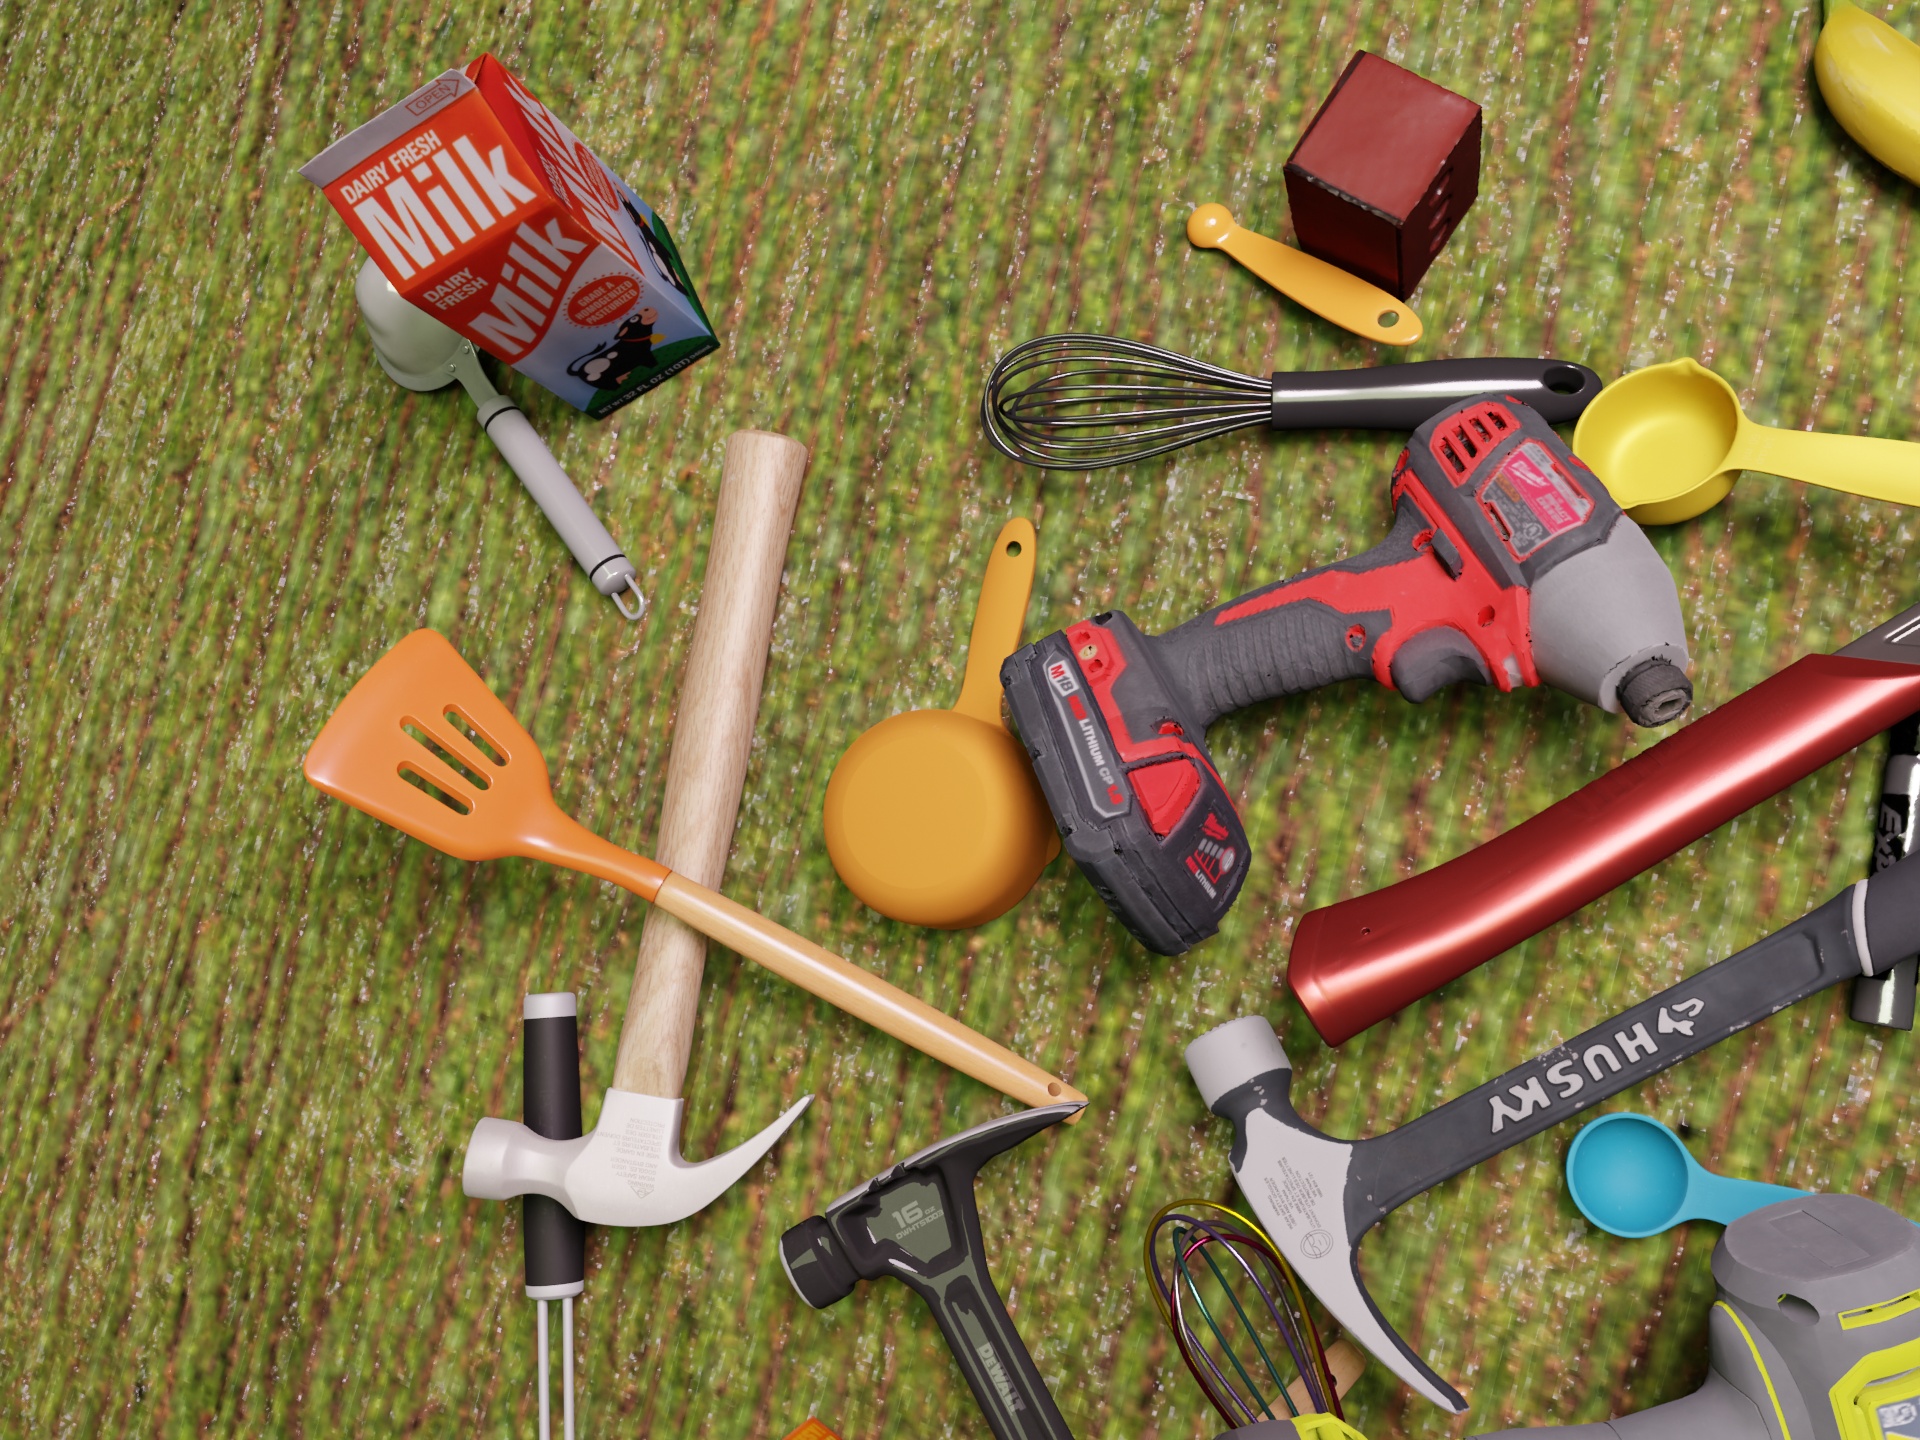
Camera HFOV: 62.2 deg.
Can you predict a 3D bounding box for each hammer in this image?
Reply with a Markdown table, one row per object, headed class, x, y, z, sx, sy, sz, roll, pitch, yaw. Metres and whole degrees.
| class | x | y | z | sx | sy | sz | roll | pitch | yaw |
| --- | --- | --- | --- | --- | --- | --- | --- | --- | --- |
| hammer | 0.271 | 0.010 | 0.517 | 0.359 | 0.036 | 0.149 | -32 | 44 | 7 |
| hammer | 0.280 | 0.082 | 0.521 | 0.409 | 0.036 | 0.149 | -31 | 61 | 13 |
| hammer | 0.064 | 0.305 | 0.557 | 0.127 | 0.034 | 0.337 | -31 | 76 | 8 |
| hammer | -0.106 | 0.039 | 0.659 | 0.130 | 0.031 | 0.331 | 10 | 80 | -1 |

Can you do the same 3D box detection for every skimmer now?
| class | x | y | z | sx | sy | sz | roll | pitch | yaw |
| --- | --- | --- | --- | --- | --- | --- | --- | --- | --- |
| skimmer | -0.158 | 0.289 | 0.620 | 0.127 | 0.090 | 0.363 | -2 | 78 | -12 |

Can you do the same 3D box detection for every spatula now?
| class | x | y | z | sx | sy | sz | roll | pitch | yaw |
| --- | --- | --- | --- | --- | --- | --- | --- | --- | --- |
| spatula | -0.093 | 0.073 | 0.616 | 0.322 | 0.041 | 0.081 | 28 | 55 | 2 |

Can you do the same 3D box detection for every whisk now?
| class | x | y | z | sx | sy | sz | roll | pitch | yaw |
| --- | --- | --- | --- | --- | --- | --- | --- | --- | --- |
| whisk | 0.136 | 0.275 | 0.545 | 0.047 | 0.051 | 0.245 | -30 | 85 | -2 |
| whisk | 0.124 | -0.127 | 0.622 | 0.239 | 0.055 | 0.055 | 1 | 82 | 12 |

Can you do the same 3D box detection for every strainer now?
| class | x | y | z | sx | sy | sz | roll | pitch | yaw |
| --- | --- | --- | --- | --- | --- | --- | --- | --- | --- |
| strainer | -0.216 | -0.147 | 0.729 | 0.087 | 0.050 | 0.258 | -43 | 75 | 23 |

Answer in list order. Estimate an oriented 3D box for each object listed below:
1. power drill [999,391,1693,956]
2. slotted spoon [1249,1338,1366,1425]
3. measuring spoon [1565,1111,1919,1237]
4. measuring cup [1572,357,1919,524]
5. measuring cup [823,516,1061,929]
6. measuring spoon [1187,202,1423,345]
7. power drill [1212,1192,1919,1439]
| class | x | y | z | sx | sy | sz | roll | pitch | yaw |
| --- | --- | --- | --- | --- | --- | --- | --- | --- | --- |
| power drill | 0.136 | -0.015 | 0.562 | 0.219 | 0.078 | 0.143 | -29 | 48 | 9 |
| slotted spoon | 0.041 | 0.346 | 0.586 | 0.070 | 0.031 | 0.314 | 42 | 93 | 18 |
| measuring spoon | 0.273 | 0.168 | 0.550 | 0.128 | 0.021 | 0.042 | 14 | 83 | 9 |
| measuring cup | 0.291 | -0.084 | 0.546 | 0.157 | 0.029 | 0.062 | 21 | 81 | 38 |
| measuring cup | -0.001 | -0.002 | 0.634 | 0.095 | 0.052 | 0.173 | 13 | 88 | 18 |
| measuring spoon | 0.134 | -0.178 | 0.628 | 0.021 | 0.011 | 0.117 | -48 | 60 | -3 |
| power drill | 0.202 | 0.264 | 0.472 | 0.228 | 0.080 | 0.190 | -17 | 94 | 0 |
